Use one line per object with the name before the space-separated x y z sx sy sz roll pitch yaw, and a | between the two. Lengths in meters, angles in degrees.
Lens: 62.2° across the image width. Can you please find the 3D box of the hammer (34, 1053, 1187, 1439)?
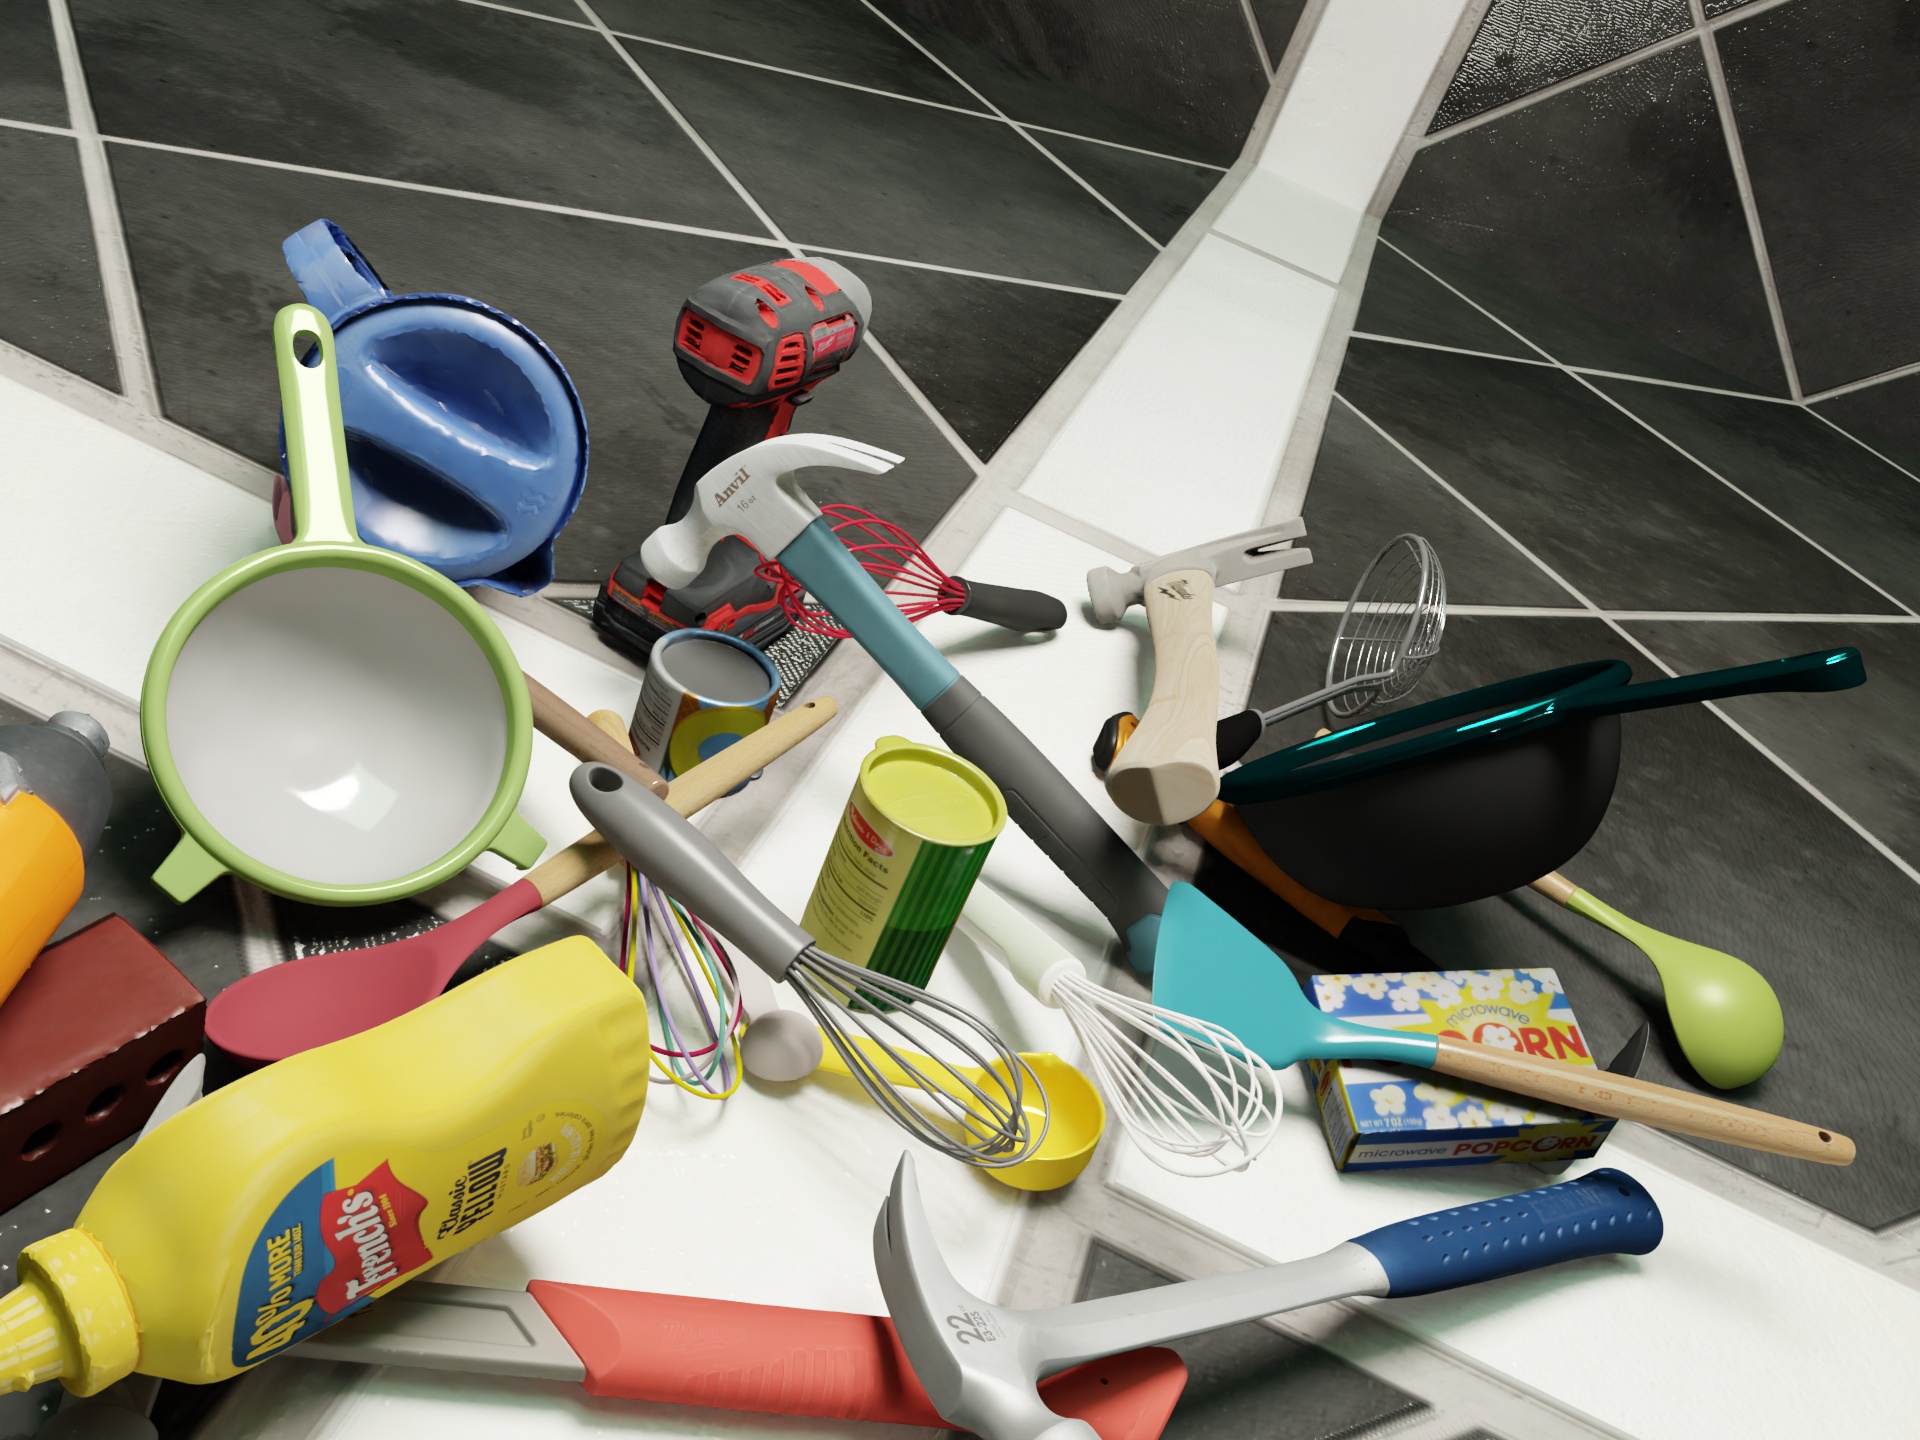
hammer | -0.095 0.201 0.531 0.359 0.036 0.149 12 34 -16

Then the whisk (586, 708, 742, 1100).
whisk | -0.138 0.069 0.693 0.047 0.051 0.245 -1 36 -24

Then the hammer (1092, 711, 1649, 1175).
hammer | 0.210 0.100 0.868 0.337 0.034 0.127 39 36 24

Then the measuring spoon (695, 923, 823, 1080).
measuring spoon | -0.092 0.104 0.681 0.034 0.018 0.124 -11 39 -24

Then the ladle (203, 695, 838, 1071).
ladle | -0.158 0.057 0.656 0.069 0.031 0.315 22 38 31

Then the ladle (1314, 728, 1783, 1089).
ladle | 0.337 0.101 0.950 0.078 0.062 0.320 -16 42 -43

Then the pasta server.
pasta server | -0.237 -0.043 0.750 0.316 0.040 0.060 31 12 33

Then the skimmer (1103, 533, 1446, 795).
skimmer | 0.184 -0.029 0.944 0.363 0.127 0.090 -19 55 -44

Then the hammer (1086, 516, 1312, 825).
hammer | 0.132 -0.039 0.874 0.146 0.038 0.411 -14 16 13

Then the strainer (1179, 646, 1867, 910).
strainer | 0.271 0.035 0.748 0.211 0.340 0.095 -17 91 -28

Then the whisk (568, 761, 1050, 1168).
whisk | -0.064 0.092 0.627 0.239 0.055 0.055 38 35 10

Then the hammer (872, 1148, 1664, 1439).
hammer | 0.146 0.211 0.620 0.405 0.035 0.144 5 24 -38

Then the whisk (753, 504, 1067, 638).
whisk | -0.015 -0.074 0.911 0.073 0.073 0.295 41 19 27

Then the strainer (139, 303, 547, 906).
strainer | -0.271 -0.045 0.670 0.151 0.069 0.256 -3 77 -35

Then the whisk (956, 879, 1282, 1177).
whisk | 0.048 0.117 0.681 0.059 0.057 0.247 -37 34 -14

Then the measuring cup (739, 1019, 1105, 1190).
measuring cup | -0.018 0.156 0.663 0.156 0.029 0.062 13 34 7

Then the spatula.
spatula | 0.238 0.148 0.702 0.317 0.044 0.082 13 46 4

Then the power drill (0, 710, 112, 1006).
power drill | -0.388 0.045 0.487 0.226 0.084 0.164 3 34 0

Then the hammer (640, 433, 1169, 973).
hammer | -0.001 -0.002 0.768 0.331 0.128 0.033 47 25 -5

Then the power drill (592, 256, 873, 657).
power drill | -0.112 -0.139 0.845 0.078 0.219 0.143 30 33 11
